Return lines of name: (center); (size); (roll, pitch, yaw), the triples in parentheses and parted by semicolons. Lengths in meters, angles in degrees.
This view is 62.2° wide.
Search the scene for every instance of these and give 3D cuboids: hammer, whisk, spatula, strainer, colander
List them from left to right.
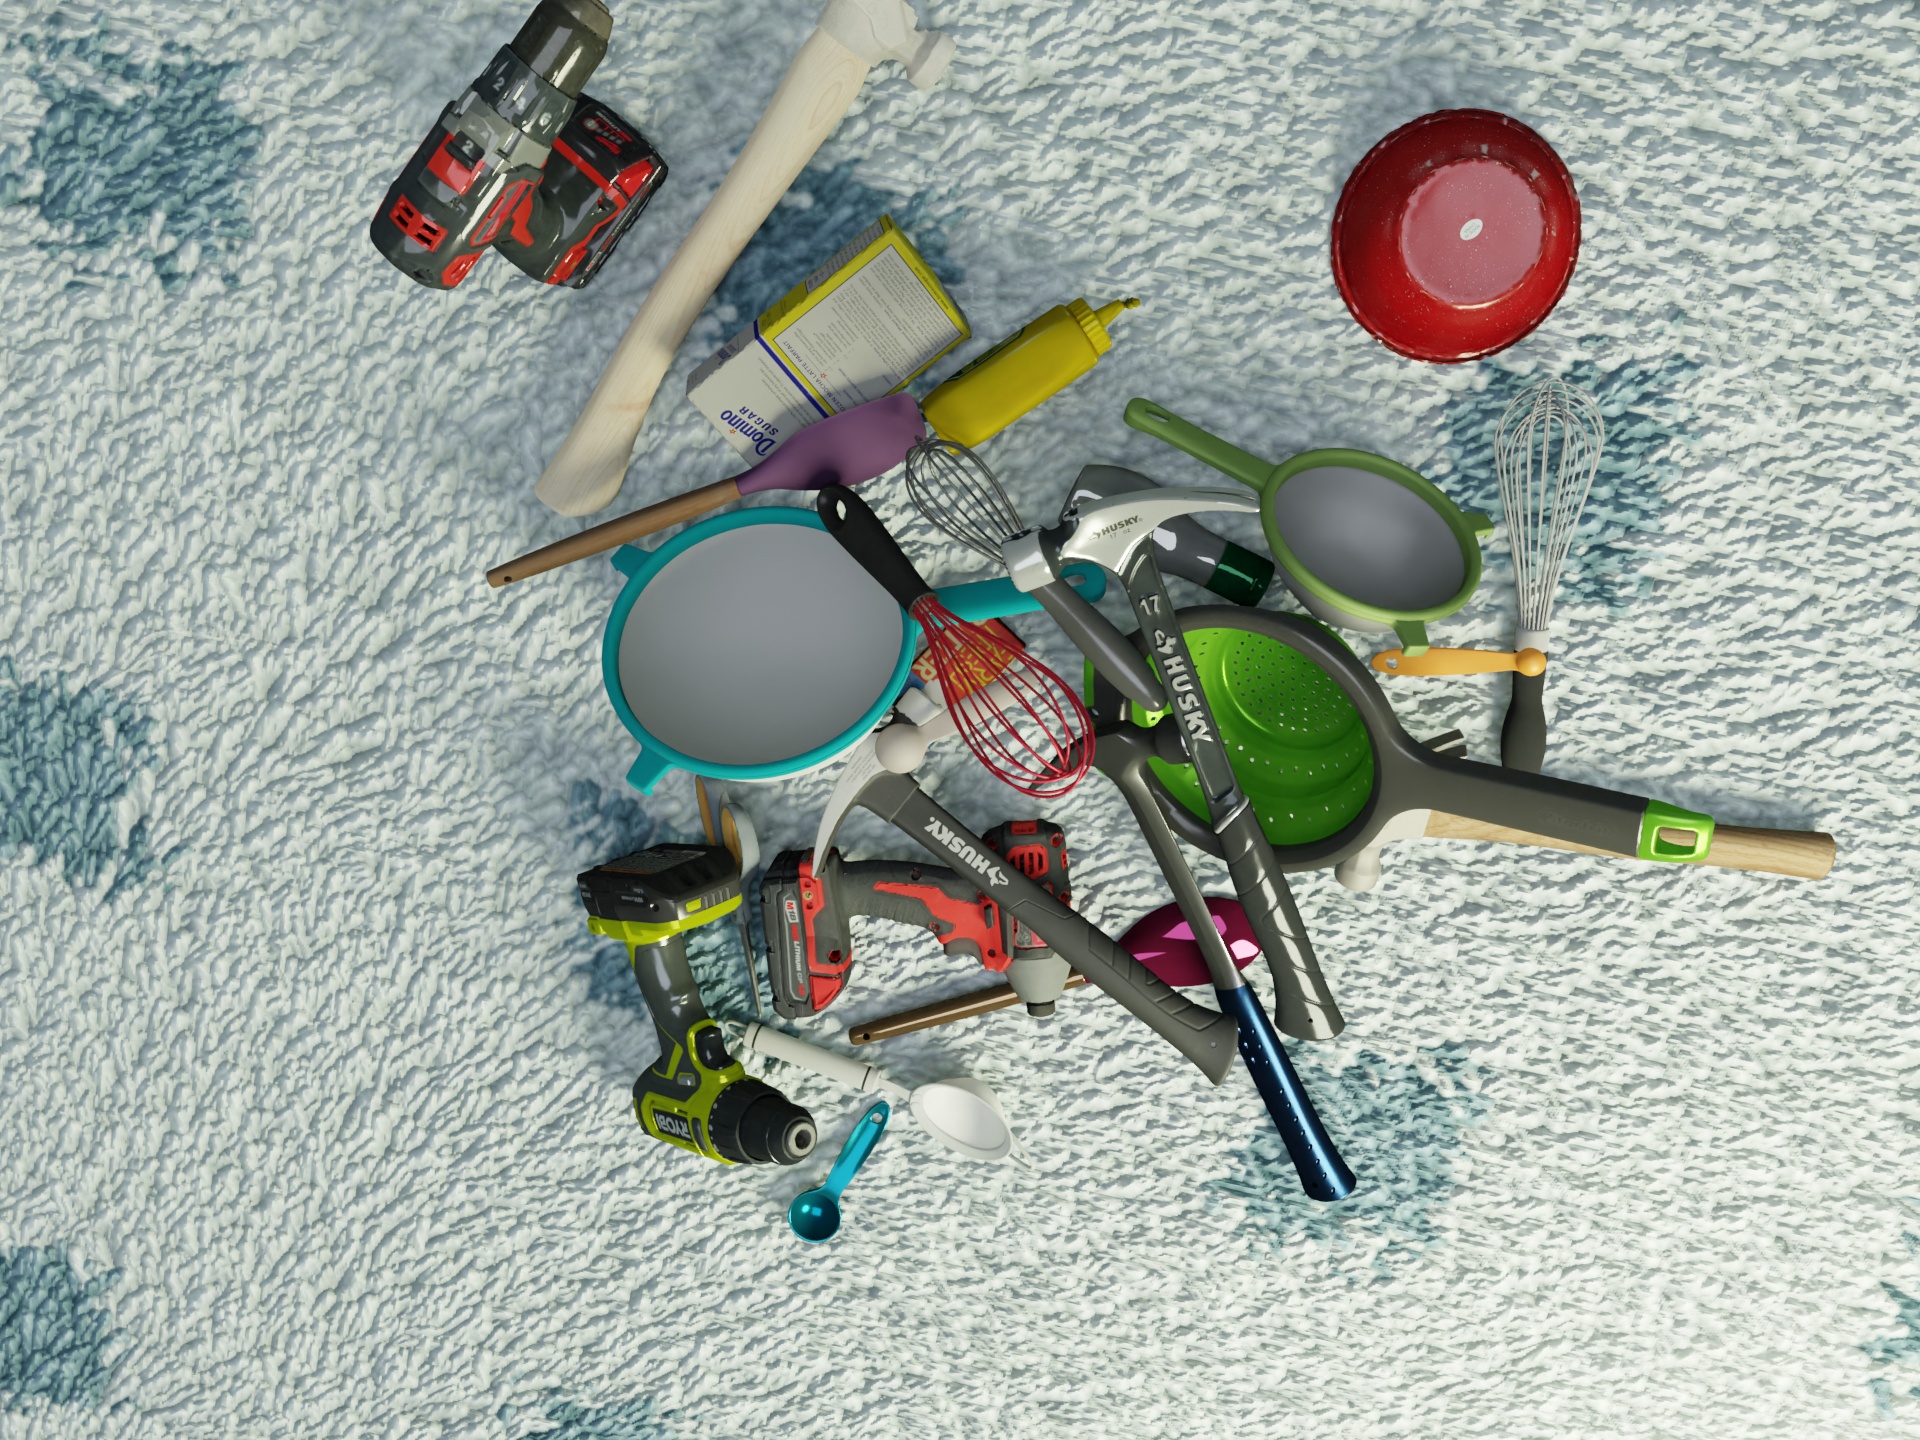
hammer: (-0.177, -0.315, 1.059); (0.146, 0.038, 0.410); (30, 108, -23)
spatula: (-0.173, -0.148, 1.077); (0.316, 0.018, 0.059); (-20, 135, 3)
strainer: (-0.068, -0.048, 1.091); (0.340, 0.095, 0.211); (-10, 61, -2)
strainer: (-0.059, 0.273, 1.204); (0.258, 0.050, 0.086); (19, 136, 6)
whisk: (-0.013, -0.059, 1.005); (0.073, 0.073, 0.296); (-48, 57, 14)
hammer: (0.050, 0.134, 1.088); (0.335, 0.035, 0.146); (38, 84, 6)
whisk: (0.049, -0.095, 1.027); (0.055, 0.055, 0.239); (-44, 87, 13)
hammer: (0.182, 0.176, 1.124); (0.144, 0.035, 0.405); (-11, 114, 41)
hammer: (0.168, 0.040, 0.999); (0.149, 0.036, 0.408); (-20, 114, 12)
strainer: (0.215, -0.131, 1.058); (0.256, 0.151, 0.069); (31, 142, 11)
colander: (0.275, 0.011, 1.024); (0.397, 0.094, 0.204); (13, 128, 29)
whisk: (0.385, -0.086, 1.067); (0.070, 0.070, 0.284); (0, 108, 6)
hammer: (0.435, 0.075, 1.099); (0.331, 0.031, 0.130); (5, 127, 0)

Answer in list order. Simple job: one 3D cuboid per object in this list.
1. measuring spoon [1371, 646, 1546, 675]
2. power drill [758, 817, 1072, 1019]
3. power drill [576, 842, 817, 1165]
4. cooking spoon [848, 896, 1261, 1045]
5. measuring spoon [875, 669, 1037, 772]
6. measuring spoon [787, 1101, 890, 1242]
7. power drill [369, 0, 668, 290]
measuring spoon: (0.336, -0.039, 1.081); (0.117, 0.011, 0.021); (1, 112, 31)
power drill: (-0.027, 0.152, 1.153); (0.219, 0.078, 0.143); (-6, 99, 3)
power drill: (-0.186, 0.210, 1.141); (0.190, 0.080, 0.228); (-3, 103, 50)
cooking spoon: (0.068, 0.196, 1.184); (0.319, 0.017, 0.068); (-17, 101, 8)
measuring spoon: (-0.002, -0.003, 1.082); (0.124, 0.018, 0.034); (-28, 82, -6)
measuring spoon: (-0.090, 0.349, 1.241); (0.042, 0.021, 0.128); (32, 95, -2)
power drill: (-0.254, -0.350, 0.976); (0.080, 0.227, 0.188); (40, 104, -5)
